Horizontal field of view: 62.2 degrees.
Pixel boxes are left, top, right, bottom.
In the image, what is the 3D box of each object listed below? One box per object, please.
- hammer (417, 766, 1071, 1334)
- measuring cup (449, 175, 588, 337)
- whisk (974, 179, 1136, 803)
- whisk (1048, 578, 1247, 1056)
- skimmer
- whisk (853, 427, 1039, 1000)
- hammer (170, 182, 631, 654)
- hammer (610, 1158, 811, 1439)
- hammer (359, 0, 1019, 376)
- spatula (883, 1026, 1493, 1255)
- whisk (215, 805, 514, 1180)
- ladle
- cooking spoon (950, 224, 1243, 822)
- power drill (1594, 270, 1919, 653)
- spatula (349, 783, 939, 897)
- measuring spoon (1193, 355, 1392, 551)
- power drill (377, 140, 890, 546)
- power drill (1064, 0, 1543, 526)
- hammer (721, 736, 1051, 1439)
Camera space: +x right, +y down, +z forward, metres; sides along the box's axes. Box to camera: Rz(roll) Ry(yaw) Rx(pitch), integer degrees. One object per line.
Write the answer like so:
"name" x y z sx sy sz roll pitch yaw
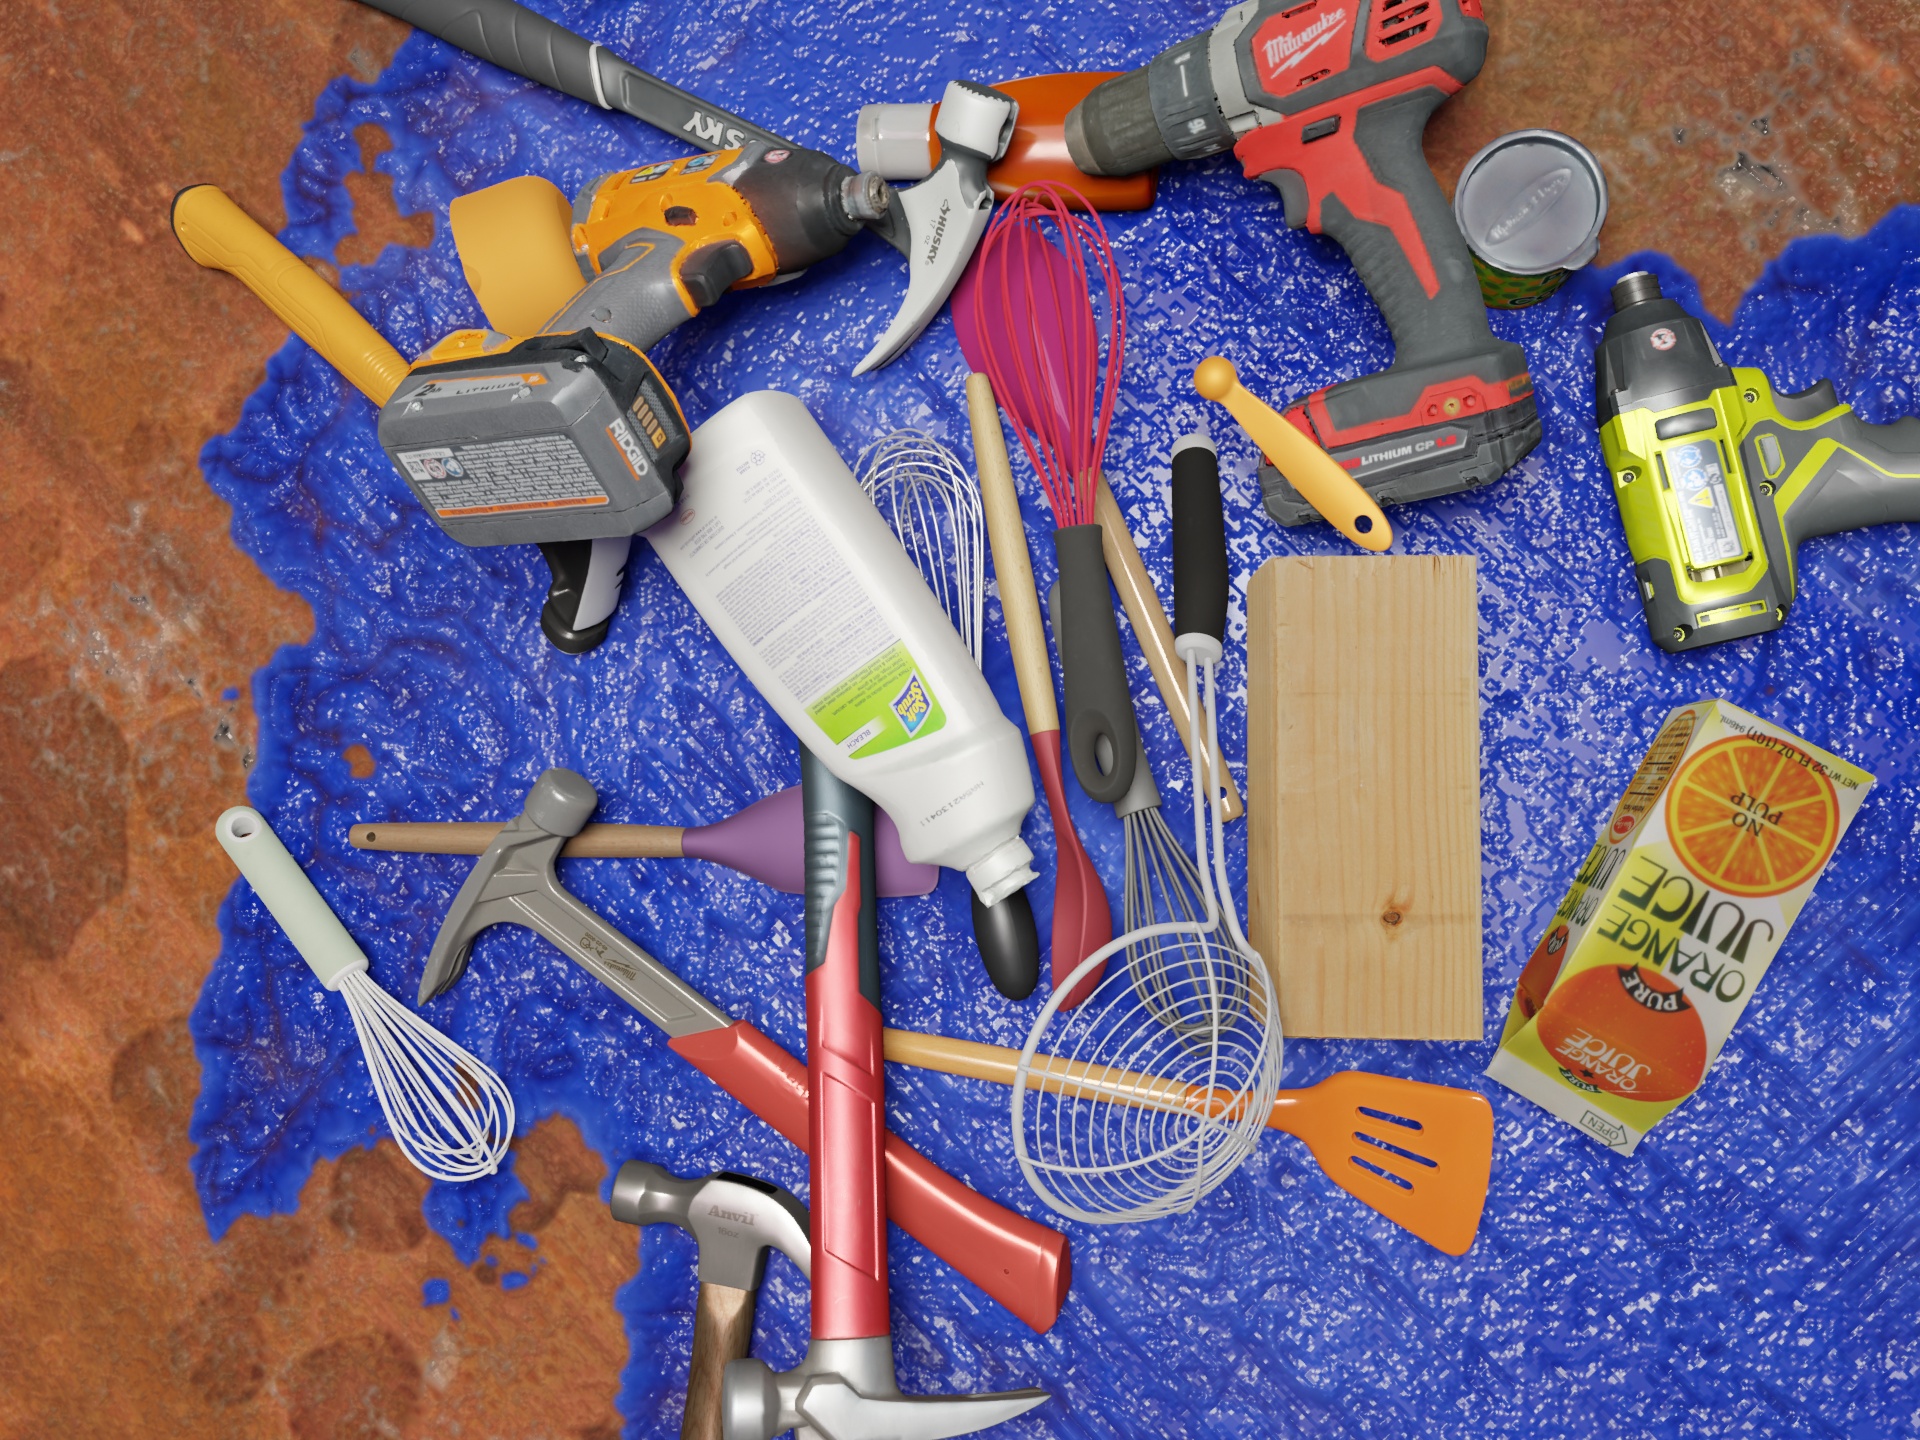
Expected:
"hammer" -0.101 0.183 0.785 0.359 0.037 0.149 36 108 7
"measuring cup" -0.199 -0.193 0.816 0.052 0.095 0.173 -22 102 4
"whisk" 0.052 -0.108 0.745 0.073 0.073 0.296 -7 86 10
"whisk" 0.083 0.042 0.761 0.055 0.055 0.239 -19 79 9
"skimmer" 0.084 0.030 0.699 0.090 0.127 0.364 -30 45 41
"whisk" -0.002 -0.002 0.777 0.070 0.070 0.284 -12 90 10
"hammer" -0.295 -0.180 0.823 0.337 0.034 0.127 41 137 14
"hammer" -0.128 0.393 0.789 0.130 0.031 0.331 7 89 11
"hammer" -0.167 -0.317 0.815 0.409 0.036 0.149 29 120 16
"spatula" 0.082 0.179 0.756 0.322 0.041 0.081 8 105 12
"whisk" -0.316 0.140 0.832 0.058 0.059 0.246 -34 75 -30
"ladle" 0.035 -0.019 0.771 0.031 0.069 0.315 -8 81 -11
"cooking spoon" 0.072 -0.099 0.783 0.069 0.017 0.319 -23 83 10
"power drill" 0.402 -0.136 0.698 0.223 0.080 0.171 -13 85 13
"spatula" -0.166 0.060 0.819 0.316 0.018 0.060 0 86 9
"measuring spoon" 0.143 -0.115 0.690 0.117 0.011 0.021 47 121 11
"power drill" -0.133 -0.179 0.703 0.164 0.084 0.227 0 46 28
"power drill" 0.153 -0.207 0.710 0.188 0.080 0.226 -9 101 32
"hammer" -0.040 0.129 0.747 0.143 0.038 0.386 1 73 -11
